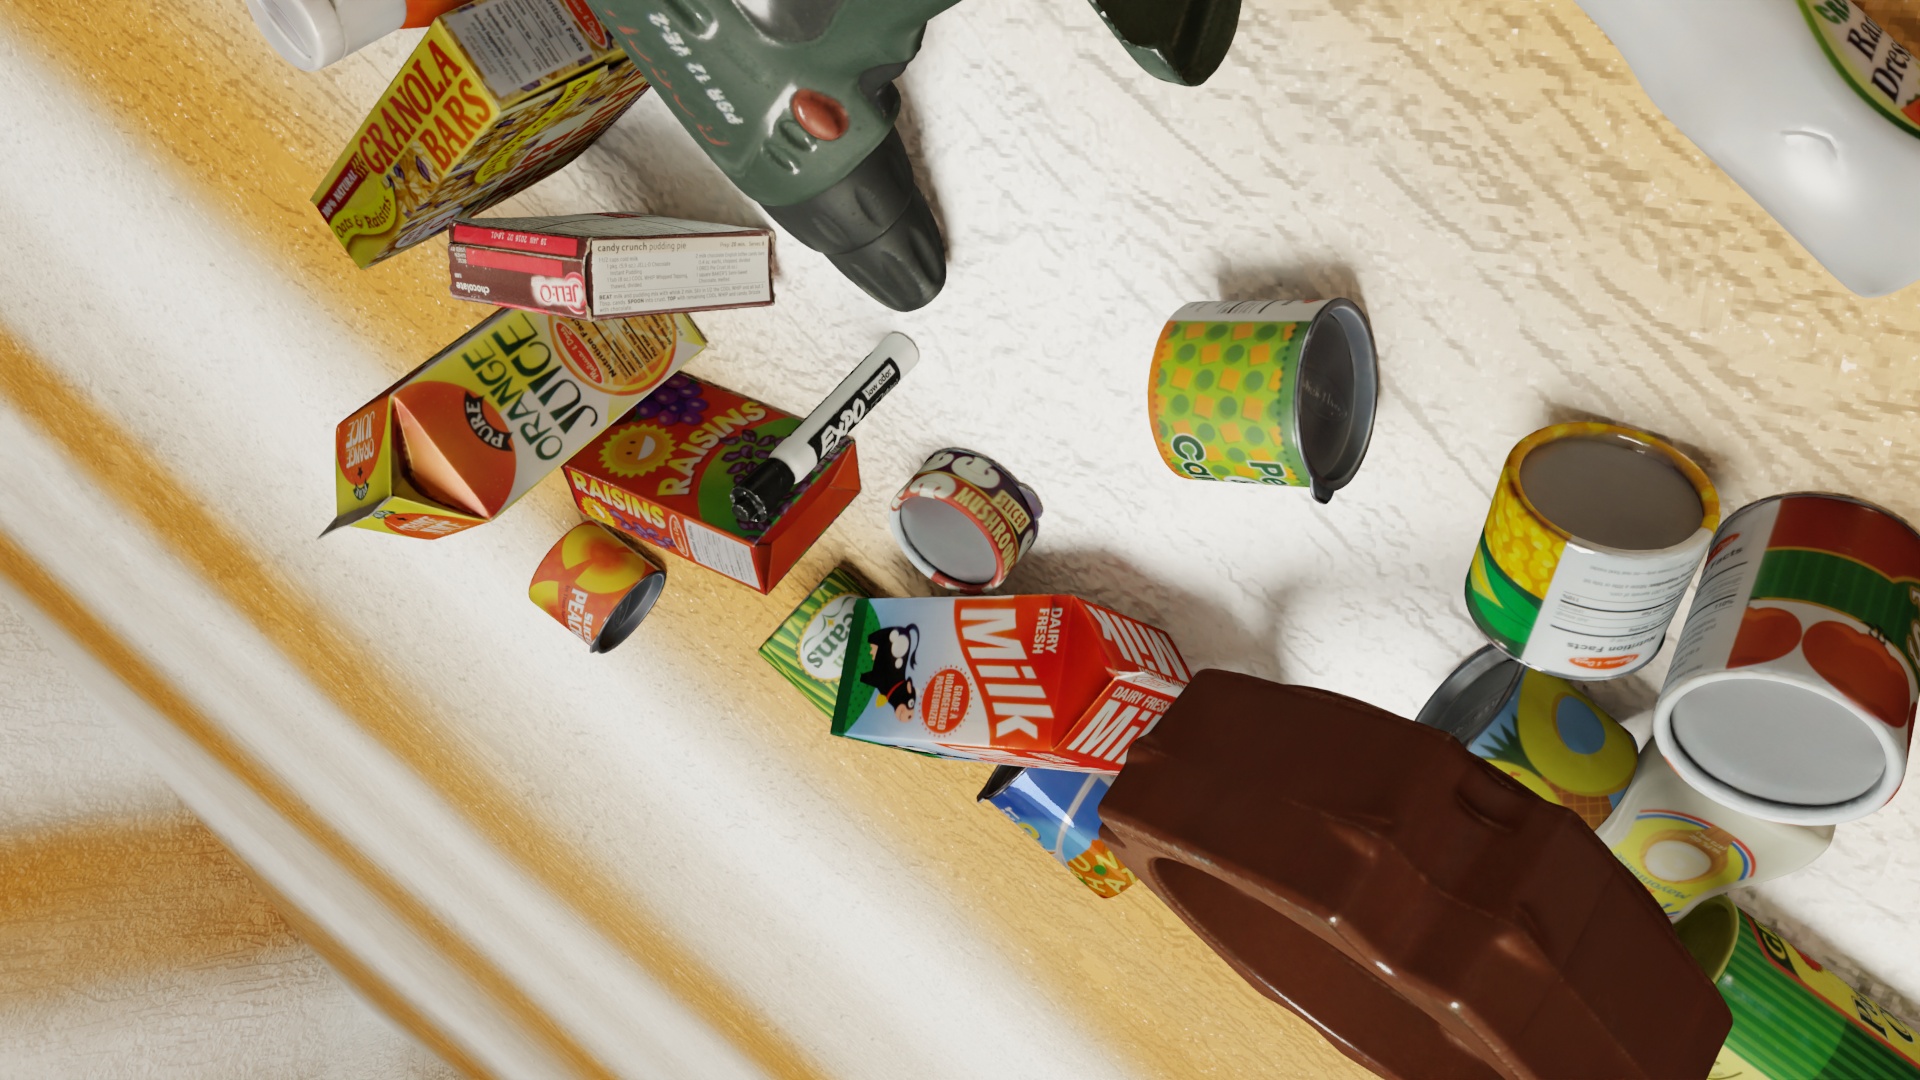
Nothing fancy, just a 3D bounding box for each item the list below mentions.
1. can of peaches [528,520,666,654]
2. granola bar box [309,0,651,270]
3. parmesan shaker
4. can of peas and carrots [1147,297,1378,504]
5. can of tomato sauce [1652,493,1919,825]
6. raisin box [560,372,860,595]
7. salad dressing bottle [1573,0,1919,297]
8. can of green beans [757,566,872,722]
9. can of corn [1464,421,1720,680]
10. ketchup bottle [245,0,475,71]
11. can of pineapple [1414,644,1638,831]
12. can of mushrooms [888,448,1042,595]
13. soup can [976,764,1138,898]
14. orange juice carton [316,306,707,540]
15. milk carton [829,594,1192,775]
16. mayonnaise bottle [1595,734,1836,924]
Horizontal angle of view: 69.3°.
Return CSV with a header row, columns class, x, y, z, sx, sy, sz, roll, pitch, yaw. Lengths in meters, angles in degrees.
class,x,y,z,sx,sy,sz,roll,pitch,yaw
can of peaches,-0.233,0.030,0.884,0.058,0.071,0.071,36,144,7
granola bar box,-0.180,-0.178,0.565,0.165,0.125,0.039,-17,112,50
parmesan shaker,0.332,0.200,0.562,0.103,0.072,0.071,35,144,5
can of peas and carrots,0.107,-0.050,0.491,0.058,0.071,0.070,7,133,39
can of tomato sauce,0.262,0.037,0.432,0.071,0.083,0.070,25,142,21
raisin box,-0.126,-0.032,0.706,0.123,0.086,0.039,22,142,24
salad dressing bottle,0.190,-0.127,0.345,0.148,0.064,0.043,46,137,5
can of green beans,-0.070,0.057,0.768,0.058,0.071,0.071,43,144,-4
can of corn,0.207,0.001,0.461,0.071,0.071,0.058,23,140,23
ketchup bottle,-0.187,-0.219,0.507,0.043,0.149,0.064,-17,116,51
can of pineapple,0.214,0.082,0.536,0.058,0.071,0.070,39,144,0
can of mushrooms,0.002,-0.008,0.662,0.071,0.034,0.070,25,141,22
soup can,0.062,0.139,0.734,0.084,0.072,0.071,42,144,-3
orange juice carton,-0.221,-0.064,0.666,0.071,0.194,0.073,-10,121,48
milk carton,0.030,0.069,0.664,0.190,0.073,0.072,-3,162,44
mayonnaise bottle,0.272,0.124,0.553,0.065,0.041,0.147,32,143,8
